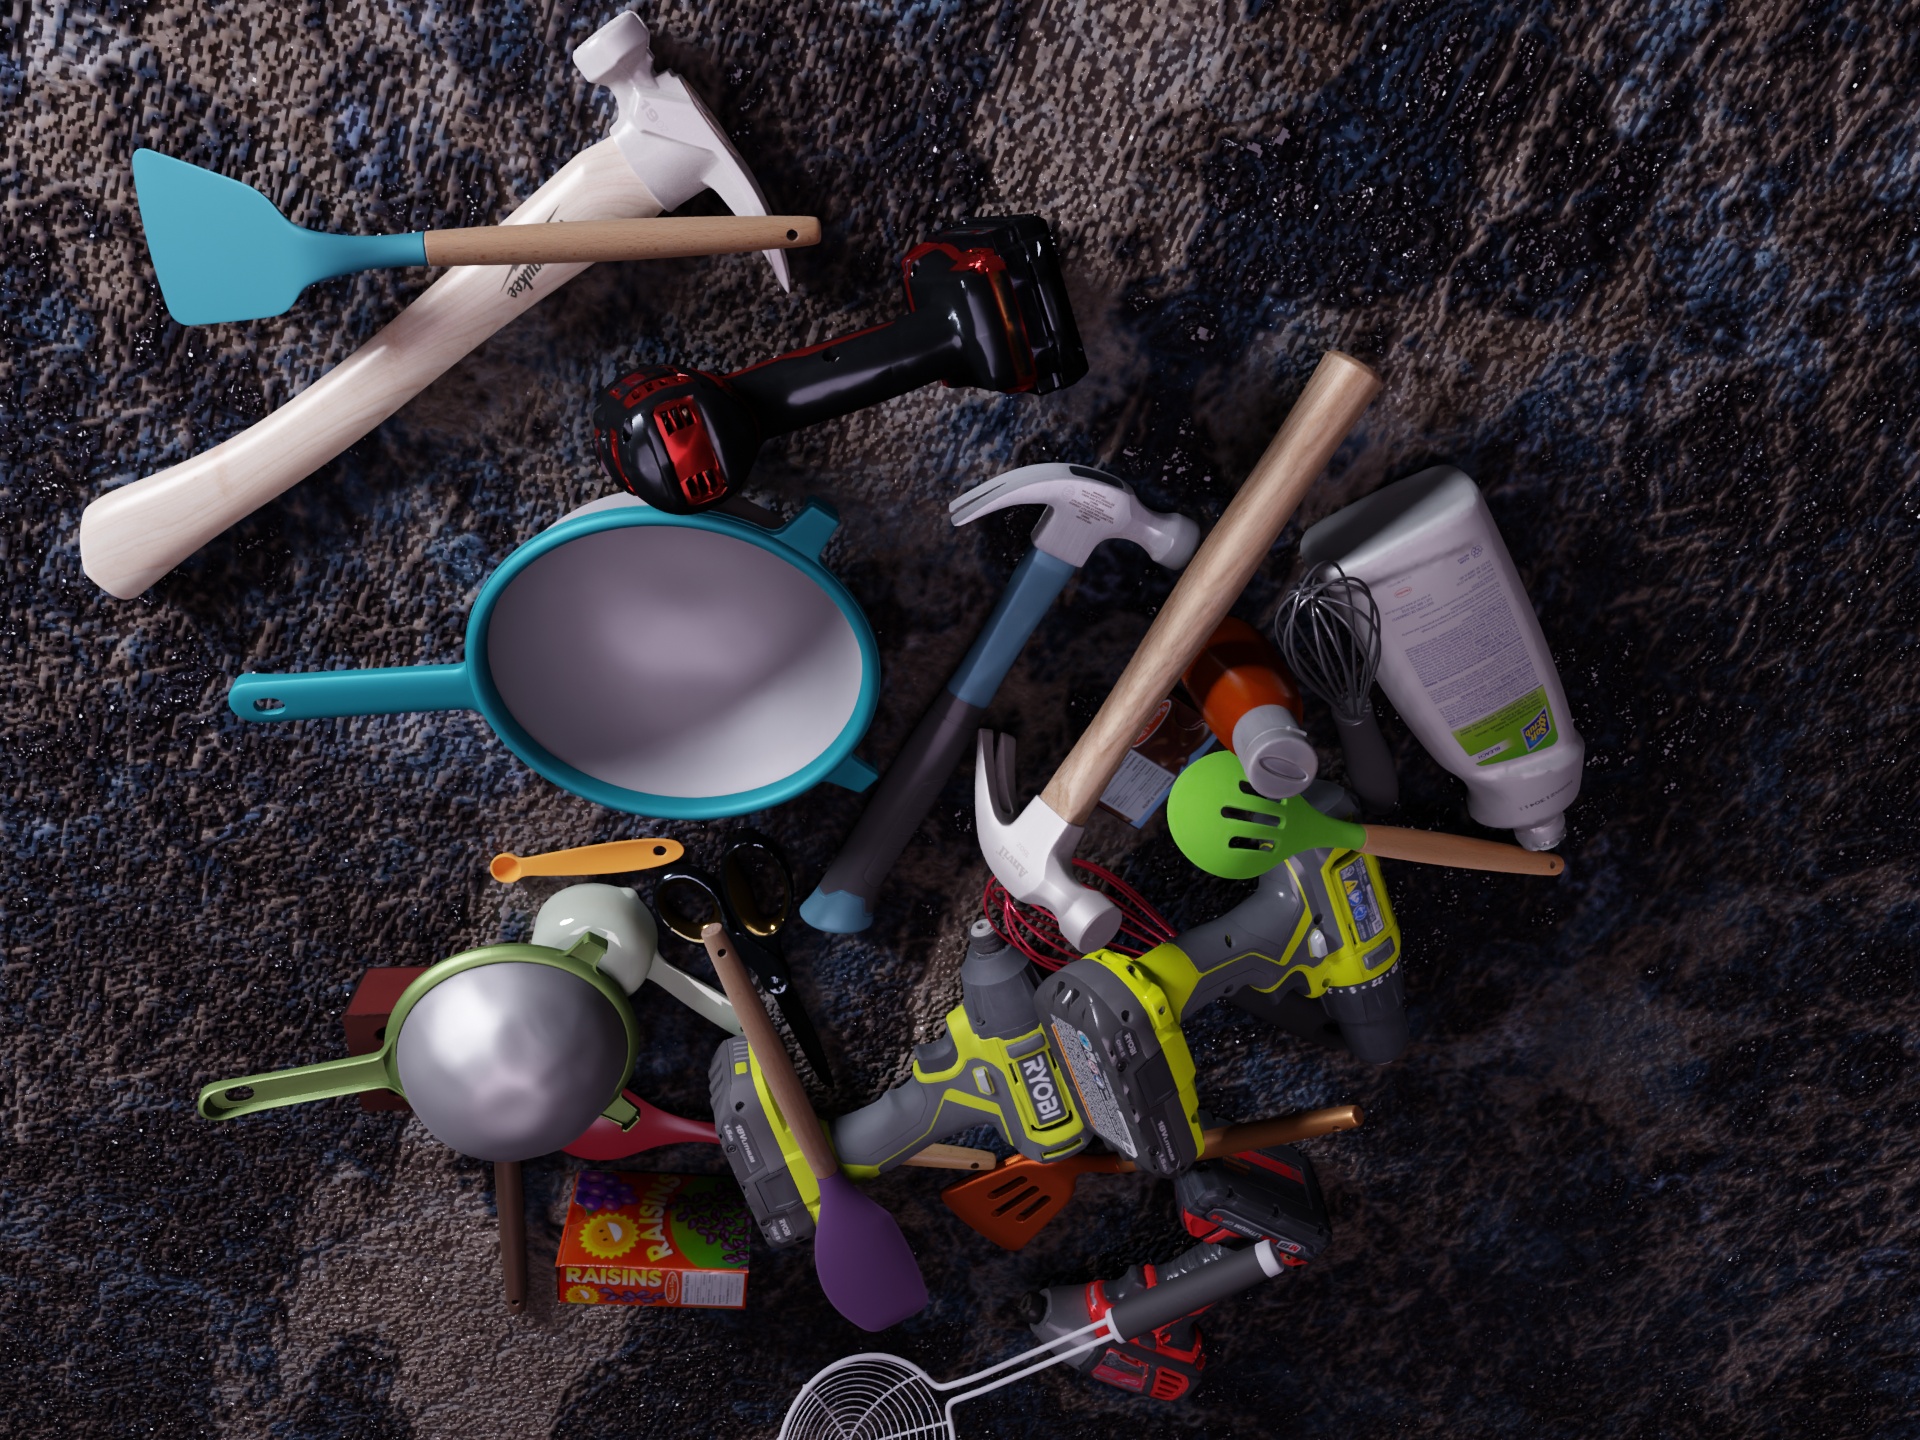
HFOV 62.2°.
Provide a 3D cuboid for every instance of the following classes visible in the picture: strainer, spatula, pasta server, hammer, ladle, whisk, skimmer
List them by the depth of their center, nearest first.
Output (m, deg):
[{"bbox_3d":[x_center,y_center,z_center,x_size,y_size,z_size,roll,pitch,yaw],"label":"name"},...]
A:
[{"bbox_3d":[-0.226,-0.230,0.756,0.317,0.044,0.082,-4,120,-8],"label":"spatula"},{"bbox_3d":[-0.283,-0.176,0.816,0.410,0.038,0.146,-32,116,13],"label":"hammer"},{"bbox_3d":[0.113,-0.046,0.843,0.031,0.130,0.331,18,108,-50],"label":"hammer"},{"bbox_3d":[-0.212,-0.046,0.852,0.340,0.095,0.210,-4,133,2],"label":"strainer"},{"bbox_3d":[0.219,-0.009,0.890,0.055,0.055,0.238,-24,143,9],"label":"whisk"},{"bbox_3d":[-0.001,-0.003,0.925,0.128,0.033,0.331,25,114,-16],"label":"hammer"},{"bbox_3d":[-0.319,0.219,0.940,0.256,0.069,0.151,-8,119,-10],"label":"strainer"},{"bbox_3d":[-0.092,0.253,0.956,0.060,0.018,0.315,-24,114,-9],"label":"spatula"},{"bbox_3d":[0.142,0.154,1.006,0.295,0.073,0.073,25,114,-22],"label":"whisk"},{"bbox_3d":[0.123,0.293,1.042,0.322,0.041,0.081,-26,120,40],"label":"spatula"},{"bbox_3d":[-0.303,0.285,1.054,0.060,0.040,0.316,1,119,-8],"label":"pasta server"},{"bbox_3d":[0.047,0.438,1.054,0.363,0.090,0.127,-29,86,15],"label":"skimmer"},{"bbox_3d":[-0.130,0.282,1.071,0.315,0.031,0.069,9,116,-10],"label":"ladle"}]

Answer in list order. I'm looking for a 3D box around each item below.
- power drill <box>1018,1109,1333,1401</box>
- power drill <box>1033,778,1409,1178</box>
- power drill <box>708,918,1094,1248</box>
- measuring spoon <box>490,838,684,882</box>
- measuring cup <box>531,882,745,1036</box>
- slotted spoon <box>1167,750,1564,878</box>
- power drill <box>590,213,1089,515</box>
[{"bbox_3d":[0.146,0.383,1.115,0.143,0.079,0.219,26,116,-15],"label":"power drill"},{"bbox_3d":[0.172,0.168,0.950,0.228,0.080,0.190,-30,112,-22],"label":"power drill"},{"bbox_3d":[-0.039,0.230,1.012,0.223,0.080,0.171,-21,113,-4],"label":"power drill"},{"bbox_3d":[-0.227,0.083,0.971,0.117,0.011,0.021,-6,117,-4],"label":"measuring spoon"},{"bbox_3d":[-0.193,0.167,0.997,0.167,0.038,0.083,35,110,-17],"label":"measuring cup"},{"bbox_3d":[0.249,0.068,0.926,0.313,0.031,0.070,10,88,-32],"label":"slotted spoon"},{"bbox_3d":[-0.073,-0.170,0.775,0.226,0.188,0.080,-24,112,-12],"label":"power drill"}]
